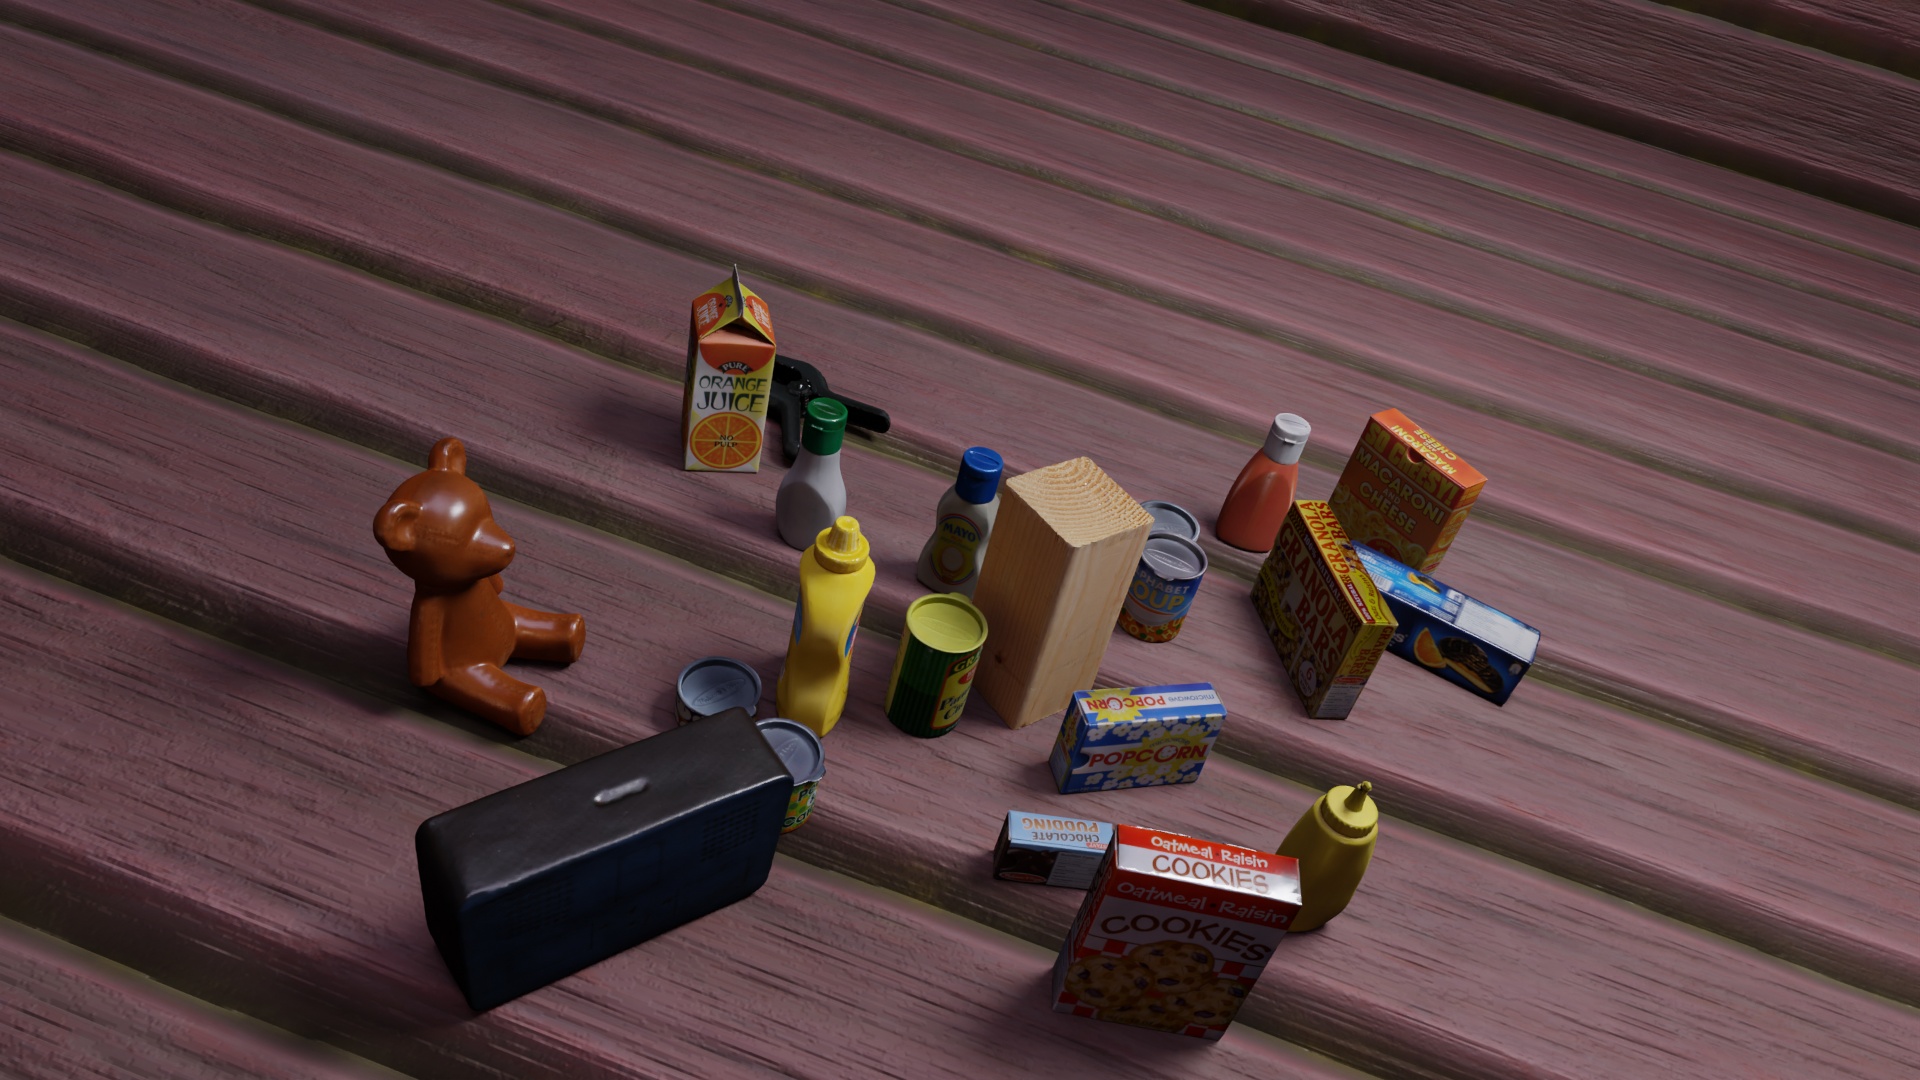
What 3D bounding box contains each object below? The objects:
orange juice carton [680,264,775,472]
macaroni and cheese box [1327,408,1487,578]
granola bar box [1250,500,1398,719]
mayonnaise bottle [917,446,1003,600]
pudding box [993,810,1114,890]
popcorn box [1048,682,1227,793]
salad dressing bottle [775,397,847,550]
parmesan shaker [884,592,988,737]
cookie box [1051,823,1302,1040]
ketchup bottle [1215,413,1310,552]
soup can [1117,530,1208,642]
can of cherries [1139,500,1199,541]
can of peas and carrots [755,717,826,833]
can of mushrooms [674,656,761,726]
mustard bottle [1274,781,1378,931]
[{"bbox_3d":[-0.219,-0.160,1.308,0.073,0.191,0.072,1,41,-17],"label":"orange juice carton"},{"bbox_3d":[0.431,-0.028,1.382,0.040,0.165,0.124,-17,49,-34],"label":"macaroni and cheese box"},{"bbox_3d":[0.328,0.062,1.274,0.039,0.123,0.166,2,41,-16],"label":"granola bar box"},{"bbox_3d":[0.004,-0.016,1.243,0.065,0.147,0.041,22,39,8],"label":"mayonnaise bottle"},{"bbox_3d":[0.070,0.233,1.043,0.084,0.049,0.030,8,39,-8],"label":"pudding box"},{"bbox_3d":[0.143,0.160,1.127,0.127,0.084,0.038,-1,42,-20],"label":"popcorn box"},{"bbox_3d":[-0.130,-0.059,1.251,0.064,0.146,0.044,23,39,9],"label":"salad dressing bottle"},{"bbox_3d":[-0.020,0.101,1.130,0.071,0.102,0.072,9,39,-7],"label":"parmesan shaker"},{"bbox_3d":[0.141,0.266,0.934,0.123,0.166,0.040,12,39,-4],"label":"cookie box"},{"bbox_3d":[0.308,-0.057,1.391,0.065,0.148,0.044,15,39,0],"label":"ketchup bottle"},{"bbox_3d":[0.183,0.044,1.280,0.071,0.083,0.072,9,39,-7],"label":"soup can"},{"bbox_3d":[0.192,0.005,1.350,0.071,0.058,0.072,9,39,-7],"label":"can of cherries"},{"bbox_3d":[-0.136,0.177,1.036,0.071,0.058,0.071,9,39,-7],"label":"can of peas and carrots"},{"bbox_3d":[-0.191,0.128,1.098,0.071,0.033,0.071,9,39,-7],"label":"can of mushrooms"},{"bbox_3d":[0.273,0.227,1.029,0.065,0.159,0.049,-3,42,-21],"label":"mustard bottle"}]
